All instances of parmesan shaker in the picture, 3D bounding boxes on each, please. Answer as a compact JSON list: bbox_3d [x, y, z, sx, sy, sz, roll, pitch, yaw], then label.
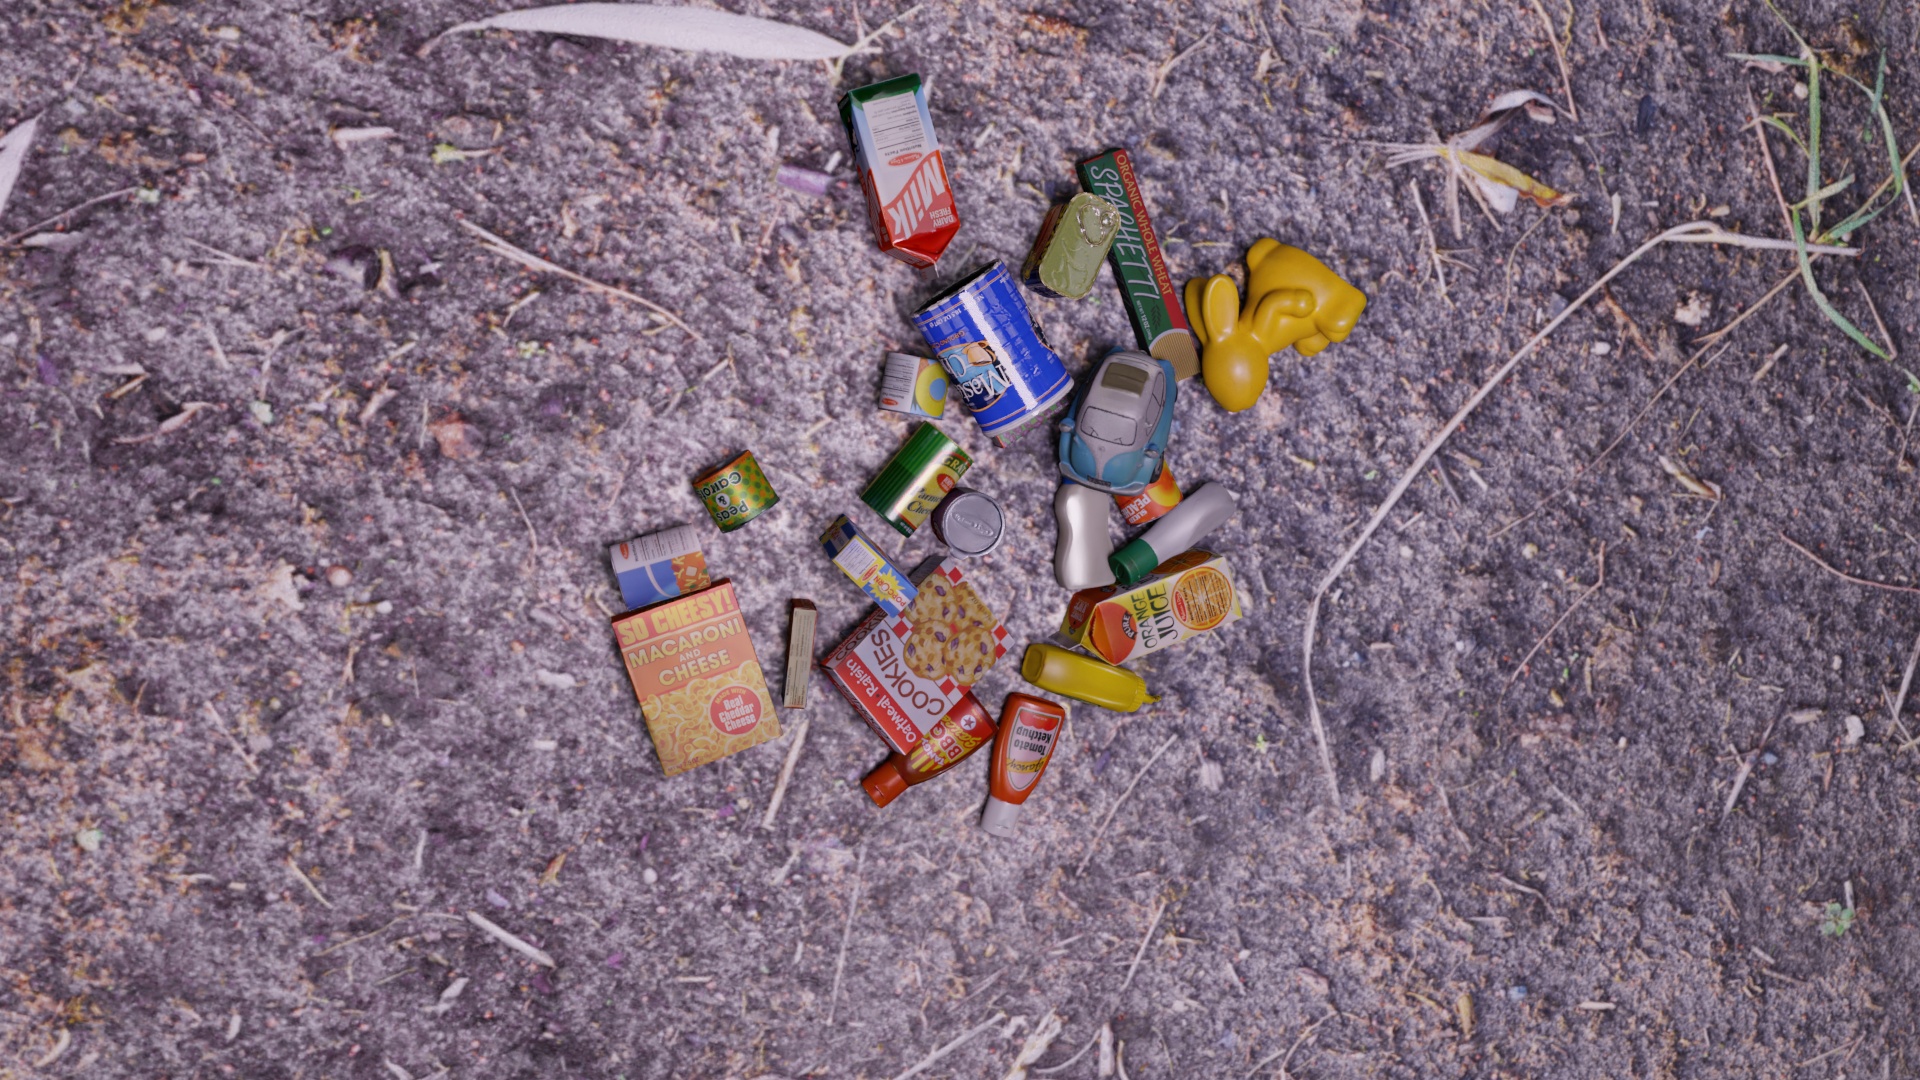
[{"bbox_3d":[-0.043,-0.060,1.399,0.071,0.071,0.103,40,88,-15],"label":"parmesan shaker"}]

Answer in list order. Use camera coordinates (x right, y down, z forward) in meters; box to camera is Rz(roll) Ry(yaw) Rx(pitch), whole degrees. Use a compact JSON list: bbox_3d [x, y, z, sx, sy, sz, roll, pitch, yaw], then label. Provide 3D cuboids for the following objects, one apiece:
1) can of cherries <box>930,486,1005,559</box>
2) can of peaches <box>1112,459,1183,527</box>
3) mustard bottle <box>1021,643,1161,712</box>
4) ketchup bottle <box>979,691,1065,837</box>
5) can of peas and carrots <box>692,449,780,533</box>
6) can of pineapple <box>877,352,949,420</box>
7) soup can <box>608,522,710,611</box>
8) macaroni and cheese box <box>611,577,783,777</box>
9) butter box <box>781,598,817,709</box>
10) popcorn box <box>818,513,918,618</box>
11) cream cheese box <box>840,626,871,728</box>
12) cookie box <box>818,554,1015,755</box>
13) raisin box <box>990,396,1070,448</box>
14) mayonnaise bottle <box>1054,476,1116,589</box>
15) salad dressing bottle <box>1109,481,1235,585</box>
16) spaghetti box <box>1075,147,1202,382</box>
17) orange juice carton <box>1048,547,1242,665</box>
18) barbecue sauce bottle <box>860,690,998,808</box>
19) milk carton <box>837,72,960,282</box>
[{"bbox_3d":[0.005,-0.018,1.419,0.071,0.058,0.071,-2,99,-14],"label":"can of cherries"},{"bbox_3d":[0.190,-0.055,1.453,0.071,0.071,0.058,-29,103,-8],"label":"can of peaches"},{"bbox_3d":[0.146,0.151,1.474,0.160,0.065,0.049,19,89,-19],"label":"mustard bottle"},{"bbox_3d":[0.060,0.239,1.473,0.065,0.043,0.148,17,94,-17],"label":"ketchup bottle"},{"bbox_3d":[-0.220,-0.047,1.353,0.071,0.071,0.058,-32,103,-8],"label":"can of peas and carrots"},{"bbox_3d":[-0.044,-0.153,1.386,0.071,0.071,0.057,9,95,-15],"label":"can of pineapple"},{"bbox_3d":[-0.291,0.027,1.350,0.084,0.071,0.071,-16,101,-11],"label":"soup can"},{"bbox_3d":[-0.262,0.135,1.383,0.124,0.040,0.166,-19,102,-10],"label":"macaroni and cheese box"},{"bbox_3d":[-0.163,0.113,1.398,0.024,0.053,0.103,6,95,-11],"label":"butter box"},{"bbox_3d":[-0.092,0.023,1.365,0.085,0.127,0.038,44,89,-15],"label":"popcorn box"},{"bbox_3d":[-0.084,0.137,1.435,0.053,0.024,0.103,-17,101,-12],"label":"cream cheese box"},{"bbox_3d":[-0.043,0.115,1.412,0.168,0.040,0.122,-44,111,-19],"label":"cookie box"},{"bbox_3d":[0.044,-0.168,1.418,0.086,0.040,0.123,-33,103,-7],"label":"raisin box"},{"bbox_3d":[0.128,-0.025,1.457,0.065,0.041,0.148,-7,97,-17],"label":"mayonnaise bottle"},{"bbox_3d":[0.222,-0.007,1.461,0.148,0.064,0.044,-34,68,-21],"label":"salad dressing bottle"},{"bbox_3d":[0.186,-0.282,1.443,0.050,0.029,0.249,-24,102,-10],"label":"spaghetti box"},{"bbox_3d":[0.190,0.076,1.469,0.193,0.072,0.073,-20,102,-11],"label":"orange juice carton"},{"bbox_3d":[-0.035,0.219,1.447,0.149,0.043,0.065,-38,95,-6],"label":"barbecue sauce bottle"},{"bbox_3d":[-0.055,-0.347,1.354,0.073,0.072,0.190,-18,100,-11],"label":"milk carton"}]
